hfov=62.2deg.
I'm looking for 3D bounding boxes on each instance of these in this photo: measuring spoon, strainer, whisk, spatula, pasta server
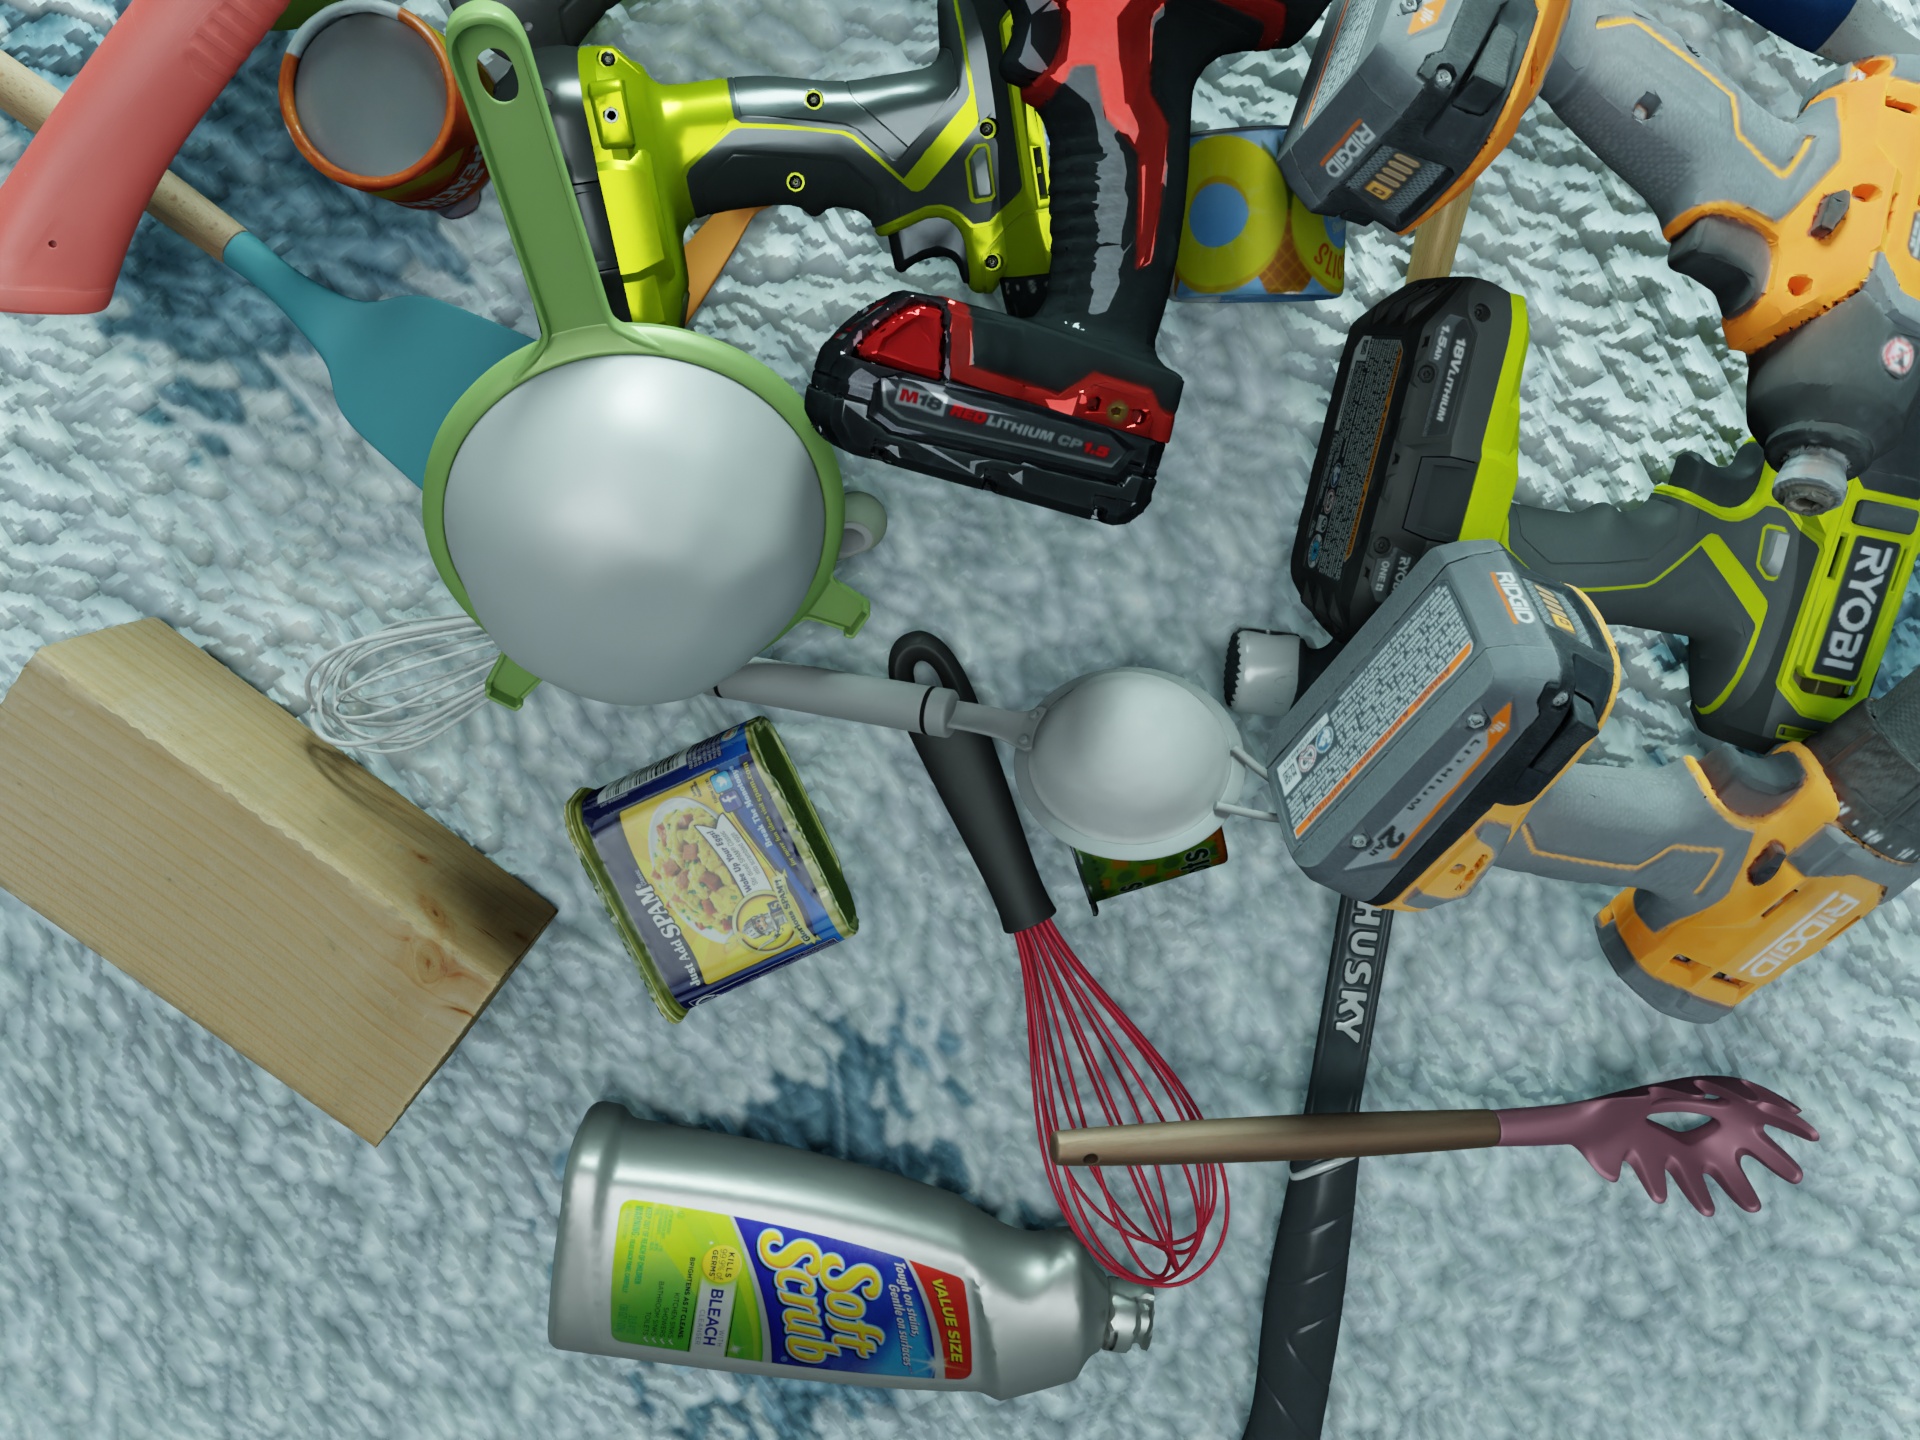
[{"bbox_3d":[-0.109,-0.172,0.625,0.021,0.011,0.117,39,99,-6],"label":"measuring spoon"},{"bbox_3d":[-0.001,-0.002,0.606,0.258,0.087,0.050,10,145,20],"label":"strainer"},{"bbox_3d":[0.036,0.101,0.654,0.073,0.073,0.296,-23,94,5],"label":"whisk"},{"bbox_3d":[-0.298,-0.196,0.621,0.317,0.044,0.082,36,100,-1],"label":"spatula"},{"bbox_3d":[-0.120,-0.096,0.524,0.151,0.069,0.256,-12,131,-2],"label":"strainer"},{"bbox_3d":[-0.146,-0.043,0.637,0.246,0.059,0.057,-19,137,1],"label":"whisk"},{"bbox_3d":[0.191,0.169,0.635,0.316,0.040,0.060,1,116,-12],"label":"pasta server"}]

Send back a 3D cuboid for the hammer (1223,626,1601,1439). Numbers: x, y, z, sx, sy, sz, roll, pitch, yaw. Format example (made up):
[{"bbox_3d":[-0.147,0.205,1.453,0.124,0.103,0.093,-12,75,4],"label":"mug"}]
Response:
[{"bbox_3d":[0.162,0.168,0.674,0.149,0.036,0.409,6,102,-1],"label":"hammer"}]

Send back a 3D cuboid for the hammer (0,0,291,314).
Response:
[{"bbox_3d":[-0.222,-0.279,0.515,0.359,0.037,0.149,-44,123,13],"label":"hammer"}]

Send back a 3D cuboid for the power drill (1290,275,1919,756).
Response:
[{"bbox_3d":[0.252,-0.086,0.596,0.223,0.080,0.171,10,103,-9],"label":"power drill"}]

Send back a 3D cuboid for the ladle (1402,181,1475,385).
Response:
[{"bbox_3d":[0.193,-0.274,0.563,0.069,0.031,0.315,10,114,6],"label":"ladle"}]

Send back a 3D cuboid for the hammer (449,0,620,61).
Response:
[{"bbox_3d":[-0.035,-0.329,0.556,0.335,0.035,0.146,-25,140,12],"label":"hammer"}]

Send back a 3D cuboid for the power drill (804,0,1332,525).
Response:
[{"bbox_3d":[0.011,-0.193,0.510,0.187,0.080,0.226,14,102,-13],"label":"power drill"}]

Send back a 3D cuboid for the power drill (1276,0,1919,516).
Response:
[{"bbox_3d":[0.224,-0.173,0.517,0.226,0.084,0.164,23,73,-10],"label":"power drill"}]

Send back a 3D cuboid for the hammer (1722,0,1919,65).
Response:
[{"bbox_3d":[0.335,-0.257,0.586,0.405,0.035,0.144,31,100,-5],"label":"hammer"}]

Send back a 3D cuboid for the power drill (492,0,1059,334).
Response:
[{"bbox_3d":[-0.038,-0.175,0.586,0.228,0.080,0.190,-11,110,-3],"label":"power drill"}]

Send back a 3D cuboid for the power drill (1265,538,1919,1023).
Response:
[{"bbox_3d":[0.247,0.014,0.552,0.226,0.084,0.185,19,128,-21],"label":"power drill"}]

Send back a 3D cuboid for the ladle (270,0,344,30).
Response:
[{"bbox_3d":[-0.142,-0.332,0.583,0.320,0.062,0.078,-20,131,-2],"label":"ladle"}]
